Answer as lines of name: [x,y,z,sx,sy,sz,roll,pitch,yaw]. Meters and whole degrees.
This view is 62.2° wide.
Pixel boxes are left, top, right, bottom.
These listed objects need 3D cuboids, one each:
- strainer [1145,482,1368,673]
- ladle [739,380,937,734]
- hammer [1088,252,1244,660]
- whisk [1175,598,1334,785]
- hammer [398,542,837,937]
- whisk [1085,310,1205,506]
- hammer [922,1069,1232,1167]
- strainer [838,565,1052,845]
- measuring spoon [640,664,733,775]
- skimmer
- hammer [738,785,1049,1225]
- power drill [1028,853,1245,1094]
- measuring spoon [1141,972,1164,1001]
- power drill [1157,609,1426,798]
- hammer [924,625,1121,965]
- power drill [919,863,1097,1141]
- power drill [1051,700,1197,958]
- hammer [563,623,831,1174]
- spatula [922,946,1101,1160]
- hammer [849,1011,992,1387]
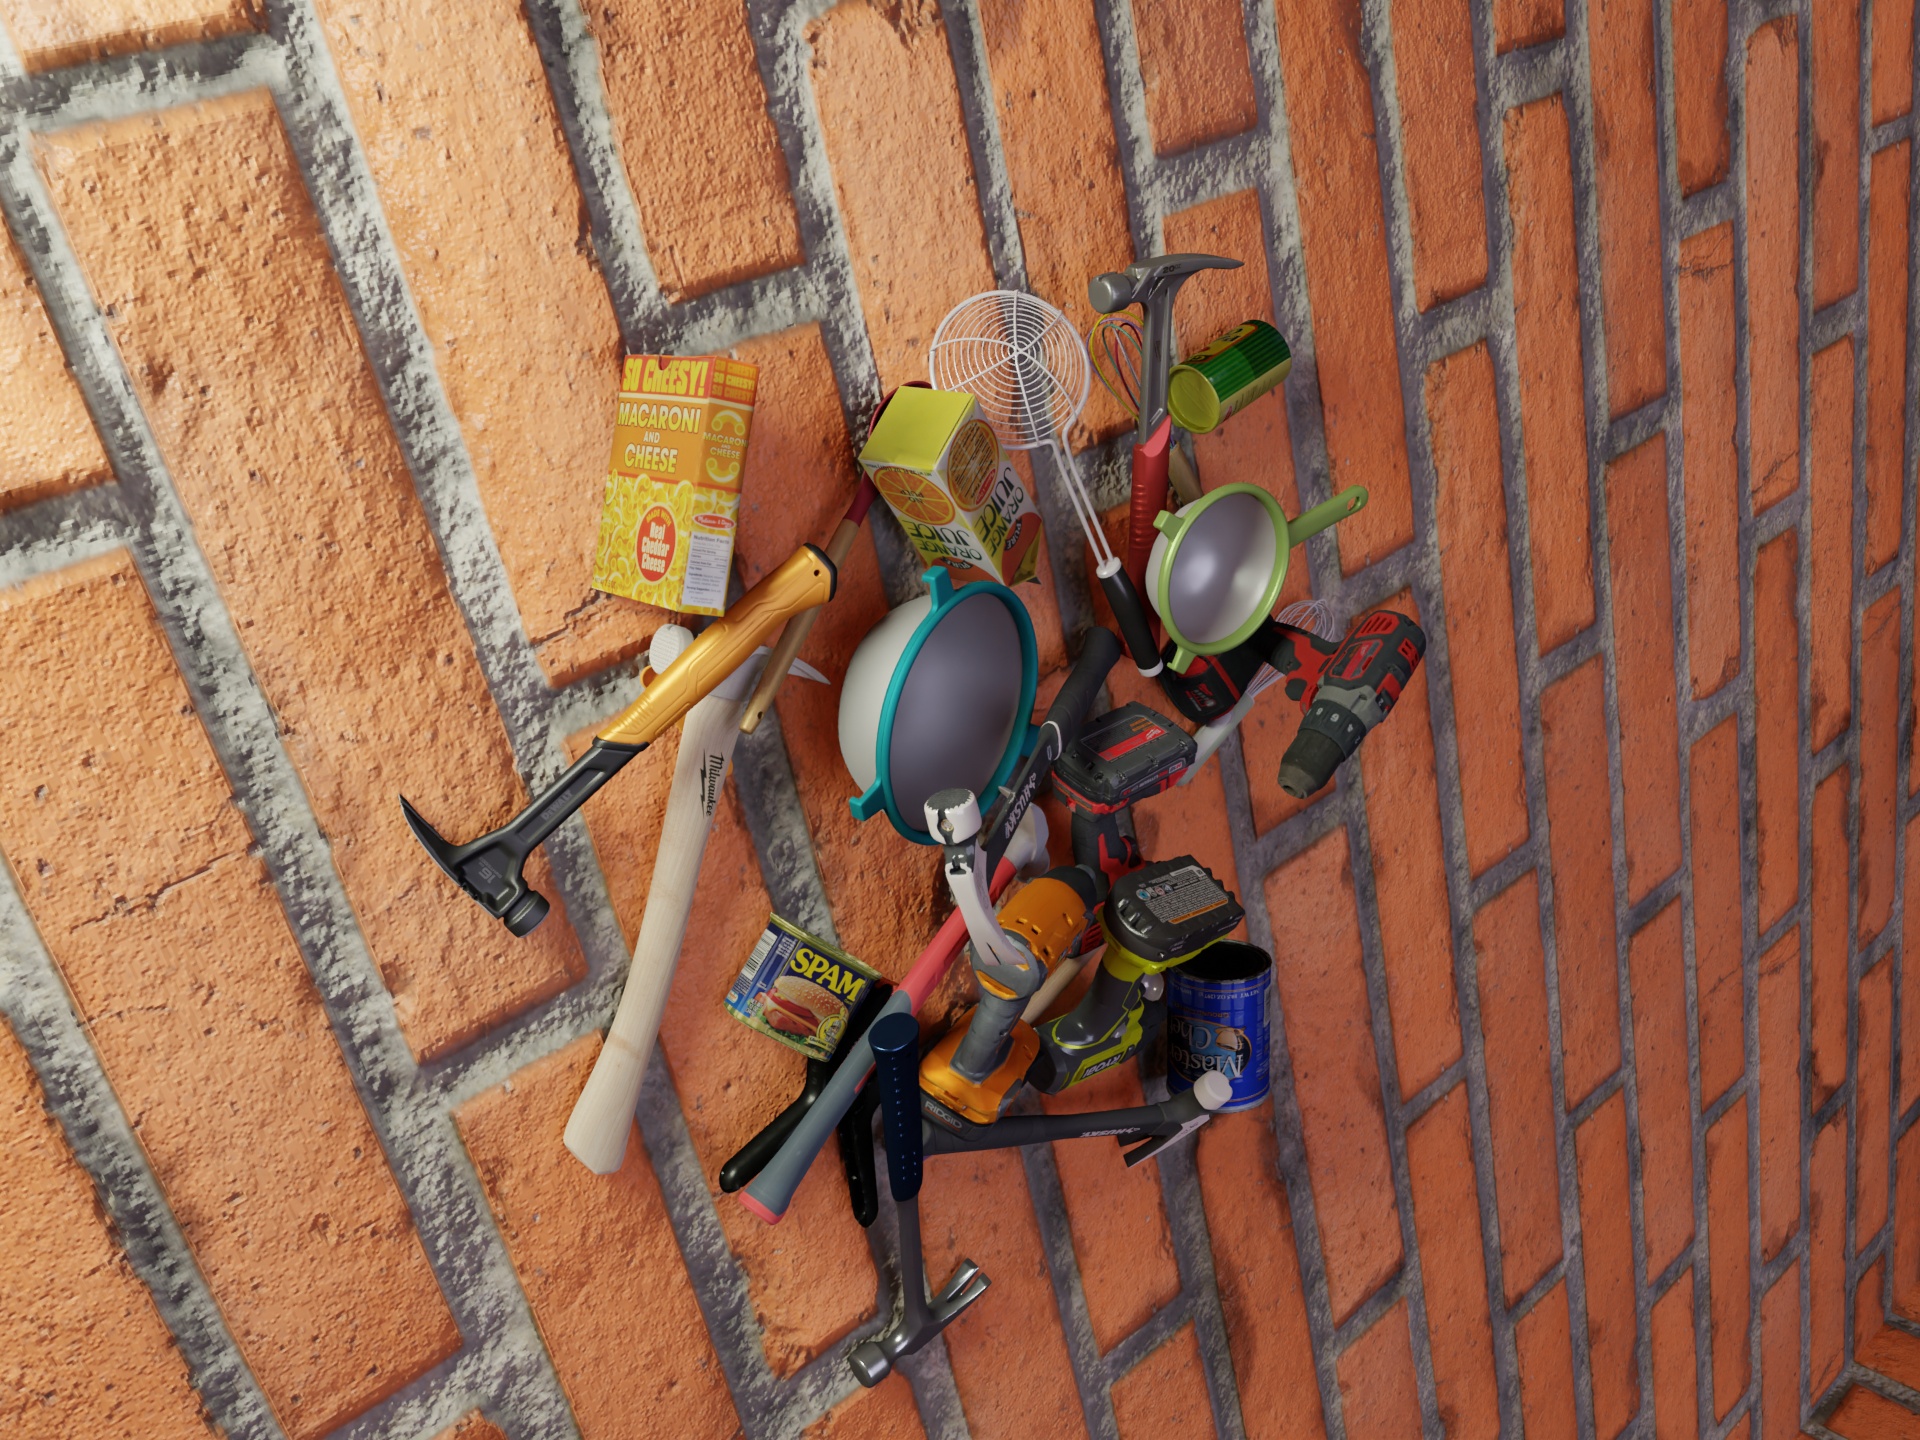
strainer: [0.249,-0.159,1.391,0.256,0.069,0.151,-28,125,-28]
ladle: [-0.092,-0.126,1.199,0.069,0.031,0.315,45,62,-44]
hammer: [0.170,-0.215,1.370,0.149,0.037,0.358,-20,123,-32]
whisk: [0.280,-0.029,1.543,0.246,0.058,0.059,-47,156,-15]
hammer: [-0.221,-0.007,1.093,0.337,0.034,0.127,-43,115,-8]
whisk: [0.179,-0.260,1.407,0.047,0.051,0.244,-53,130,-23]
hammer: [0.081,0.373,1.446,0.334,0.035,0.146,4,141,-33]
strainer: [-0.002,-0.004,1.305,0.340,0.095,0.211,19,88,-61]
measuring spoon: [-0.204,0.001,1.184,0.021,0.011,0.116,-49,129,-20]
skimmer: [0.088,-0.183,1.320,0.127,0.090,0.362,-37,129,-11]
hammer: [-0.050,0.226,1.271,0.386,0.038,0.143,-53,158,-18]
power drill: [0.158,0.231,1.431,0.171,0.080,0.223,-13,139,-41]
measuring spoon: [0.178,0.214,1.541,0.034,0.018,0.124,-8,99,-32]
power drill: [0.283,-0.026,1.424,0.188,0.227,0.080,-52,127,-17]
hammer: [0.068,0.030,1.248,0.409,0.036,0.149,-56,136,-56]
power drill: [0.046,0.225,1.326,0.164,0.084,0.226,-40,155,-52]
power drill: [0.141,0.101,1.416,0.143,0.079,0.219,-24,133,-32]
hammer: [-0.210,0.139,1.188,0.146,0.038,0.410,12,95,-44]
spatula: [0.049,0.285,1.449,0.316,0.018,0.059,-45,130,-21]
hammer: [-0.040,0.395,1.323,0.144,0.035,0.405,-28,133,-31]
